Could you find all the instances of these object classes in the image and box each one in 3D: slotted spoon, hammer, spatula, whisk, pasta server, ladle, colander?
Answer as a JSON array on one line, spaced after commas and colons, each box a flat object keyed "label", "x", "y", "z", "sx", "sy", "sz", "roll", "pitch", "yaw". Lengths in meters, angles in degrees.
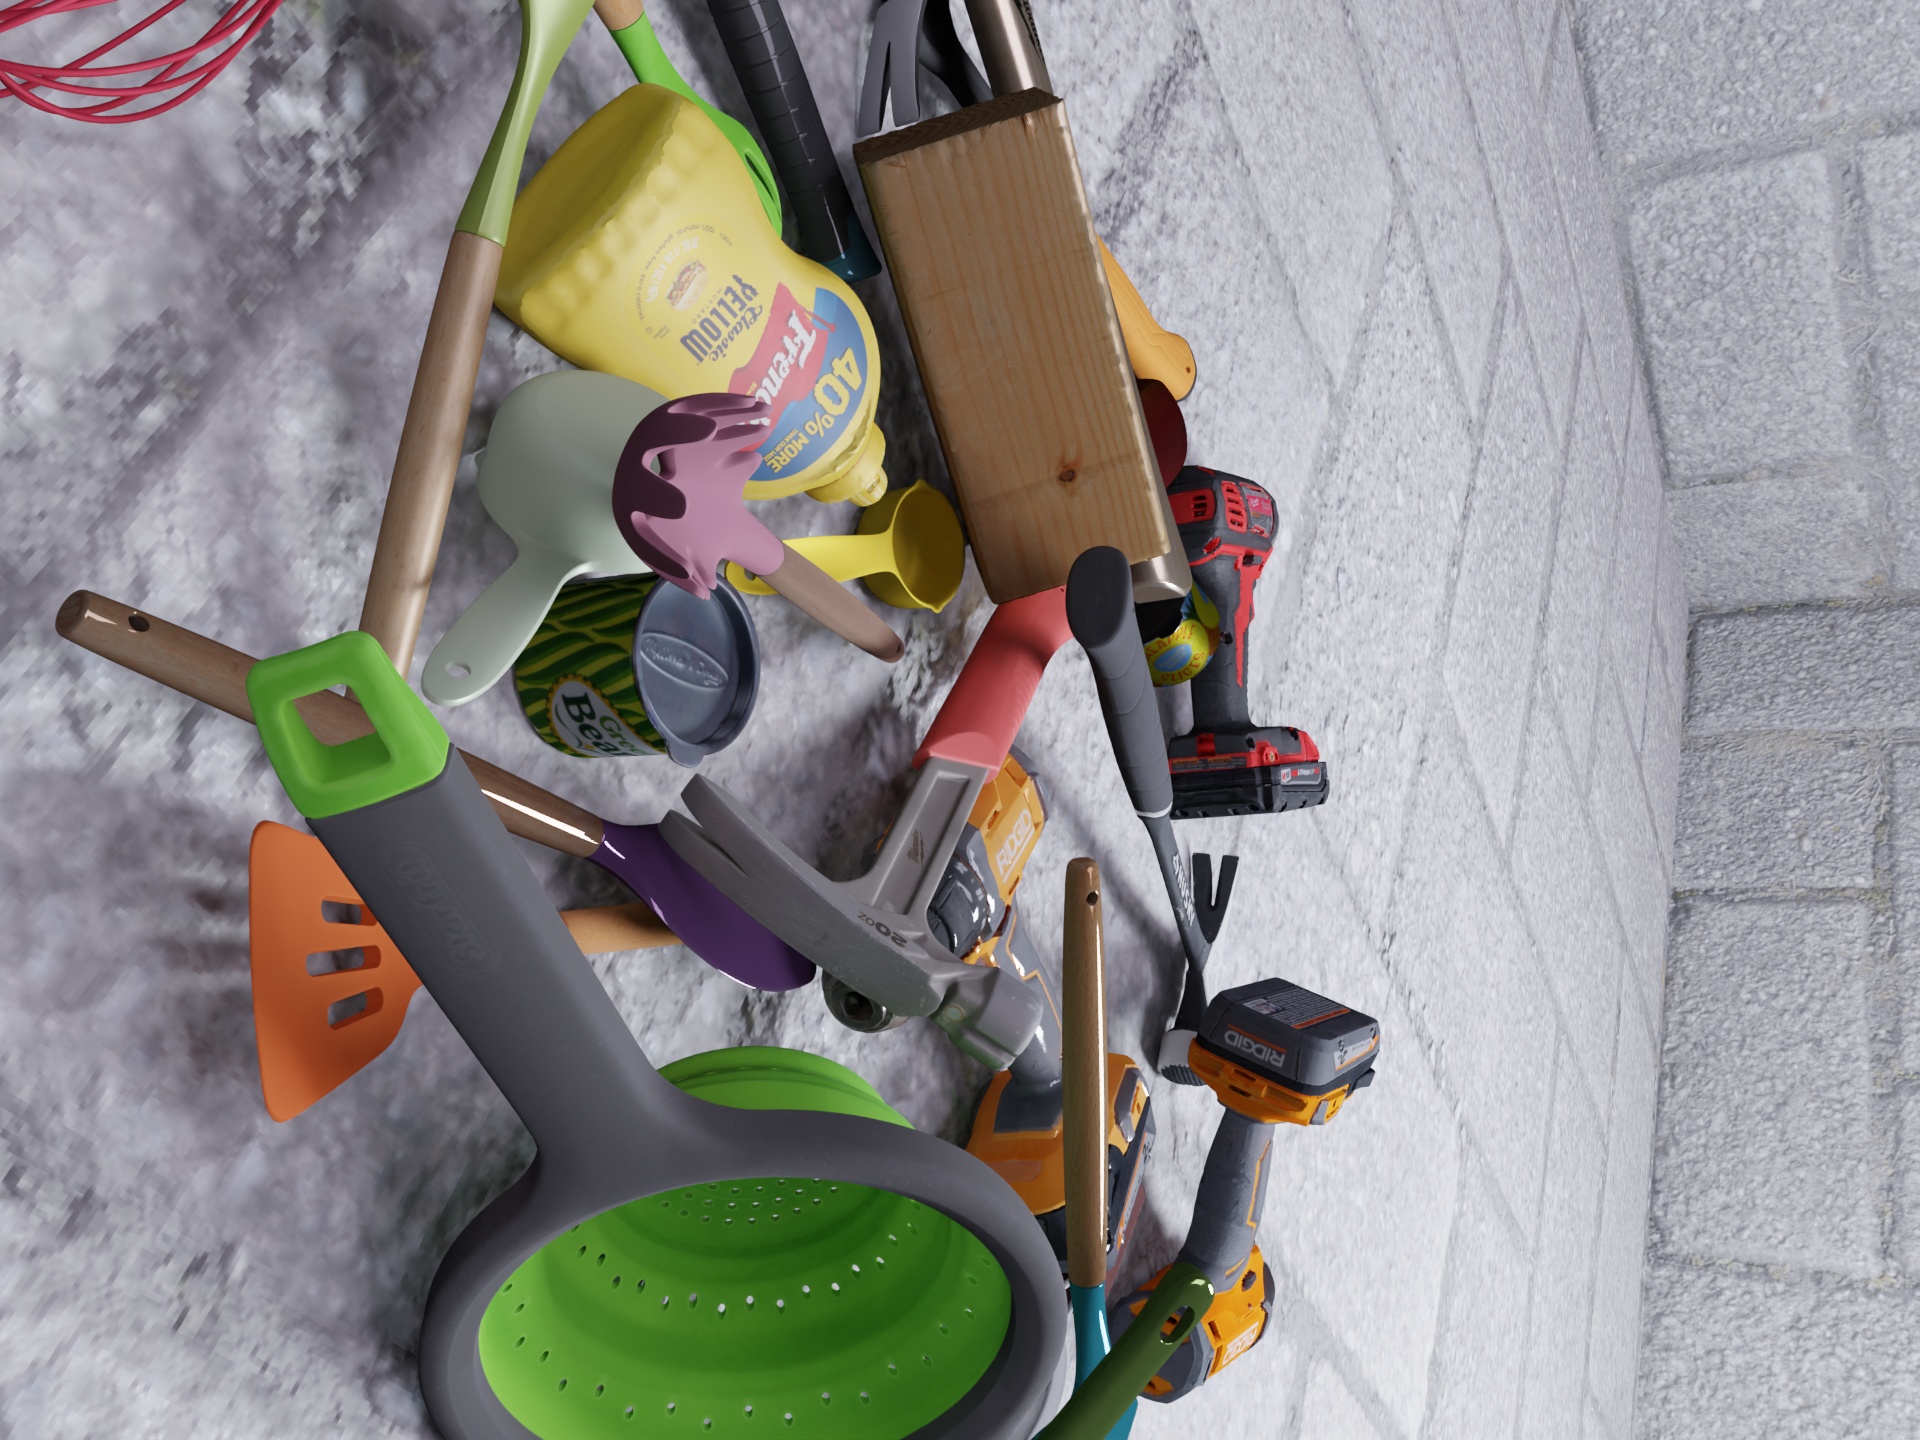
[{"label": "slotted spoon", "x": -0.126, "y": -0.258, "z": 0.535, "sx": 0.313, "sy": 0.031, "sz": 0.070, "roll": 59, "pitch": 45, "yaw": -54}, {"label": "hammer", "x": 0.109, "y": 0.050, "z": 0.859, "sx": 0.408, "sy": 0.036, "sz": 0.149, "roll": 68, "pitch": 31, "yaw": -52}, {"label": "spatula", "x": -0.120, "y": 0.074, "z": 0.564, "sx": 0.322, "sy": 0.041, "sz": 0.081, "roll": 4, "pitch": 79, "yaw": -59}, {"label": "hammer", "x": 0.056, "y": -0.256, "z": 0.811, "sx": 0.146, "sy": 0.038, "sz": 0.410, "roll": -48, "pitch": 125, "yaw": -52}, {"label": "whisk", "x": -0.192, "y": -0.243, "z": 0.465, "sx": 0.073, "sy": 0.073, "sz": 0.296, "roll": 66, "pitch": 32, "yaw": -30}, {"label": "hammer", "x": -0.100, "y": -0.318, "z": 0.617, "sx": 0.128, "sy": 0.033, "sz": 0.330, "roll": -81, "pitch": 154, "yaw": -51}, {"label": "hammer", "x": 0.053, "y": -0.272, "z": 0.881, "sx": 0.336, "sy": 0.034, "sz": 0.127, "roll": 38, "pitch": 55, "yaw": -51}, {"label": "pasta server", "x": -0.057, "y": -0.052, "z": 0.587, "sx": 0.316, "sy": 0.040, "sz": 0.060, "roll": 35, "pitch": 74, "yaw": -76}, {"label": "hammer", "x": -0.001, "y": -0.002, "z": 0.698, "sx": 0.149, "sy": 0.036, "sz": 0.359, "roll": 37, "pitch": 29, "yaw": -6}, {"label": "ladle", "x": -0.161, "y": -0.120, "z": 0.470, "sx": 0.062, "sy": 0.078, "sz": 0.320, "roll": 13, "pitch": 94, "yaw": -13}, {"label": "spatula", "x": -0.137, "y": 0.032, "z": 0.508, "sx": 0.315, "sy": 0.018, "sz": 0.060, "roll": 36, "pitch": 35, "yaw": -52}, {"label": "colander", "x": -0.095, "y": 0.117, "z": 0.493, "sx": 0.095, "sy": 0.204, "sz": 0.396, "roll": -103, "pitch": 174, "yaw": -54}, {"label": "spatula", "x": 0.045, "y": 0.207, "z": 0.672, "sx": 0.082, "sy": 0.044, "sz": 0.317, "roll": -8, "pitch": 105, "yaw": -29}]

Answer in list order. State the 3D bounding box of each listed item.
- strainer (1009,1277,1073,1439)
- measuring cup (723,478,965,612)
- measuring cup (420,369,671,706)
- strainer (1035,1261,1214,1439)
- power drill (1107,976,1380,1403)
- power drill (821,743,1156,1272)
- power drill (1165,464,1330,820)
[{"label": "strainer", "x": -0.009, "y": 0.369, "z": 0.718, "sx": 0.086, "sy": 0.050, "sz": 0.259, "roll": 53, "pitch": 51, "yaw": -39}, {"label": "measuring cup", "x": -0.055, "y": -0.071, "z": 0.702, "sx": 0.156, "sy": 0.029, "sz": 0.062, "roll": -16, "pitch": 100, "yaw": -51}, {"label": "measuring cup", "x": -0.127, "y": -0.062, "z": 0.499, "sx": 0.168, "sy": 0.083, "sz": 0.038, "roll": -75, "pitch": -170, "yaw": -55}, {"label": "strainer", "x": 0.002, "y": 0.311, "z": 0.643, "sx": 0.256, "sy": 0.069, "sz": 0.151, "roll": -48, "pitch": 118, "yaw": -8}, {"label": "power drill", "x": 0.170, "y": 0.271, "z": 0.936, "sx": 0.164, "sy": 0.084, "sz": 0.226, "roll": 6, "pitch": 103, "yaw": -59}, {"label": "power drill", "x": 0.013, "y": 0.143, "z": 0.716, "sx": 0.185, "sy": 0.084, "sz": 0.226, "roll": -53, "pitch": 129, "yaw": -59}, {"label": "power drill", "x": 0.177, "y": -0.050, "z": 1.027, "sx": 0.143, "sy": 0.078, "sz": 0.220, "roll": -2, "pitch": 86, "yaw": -59}]
